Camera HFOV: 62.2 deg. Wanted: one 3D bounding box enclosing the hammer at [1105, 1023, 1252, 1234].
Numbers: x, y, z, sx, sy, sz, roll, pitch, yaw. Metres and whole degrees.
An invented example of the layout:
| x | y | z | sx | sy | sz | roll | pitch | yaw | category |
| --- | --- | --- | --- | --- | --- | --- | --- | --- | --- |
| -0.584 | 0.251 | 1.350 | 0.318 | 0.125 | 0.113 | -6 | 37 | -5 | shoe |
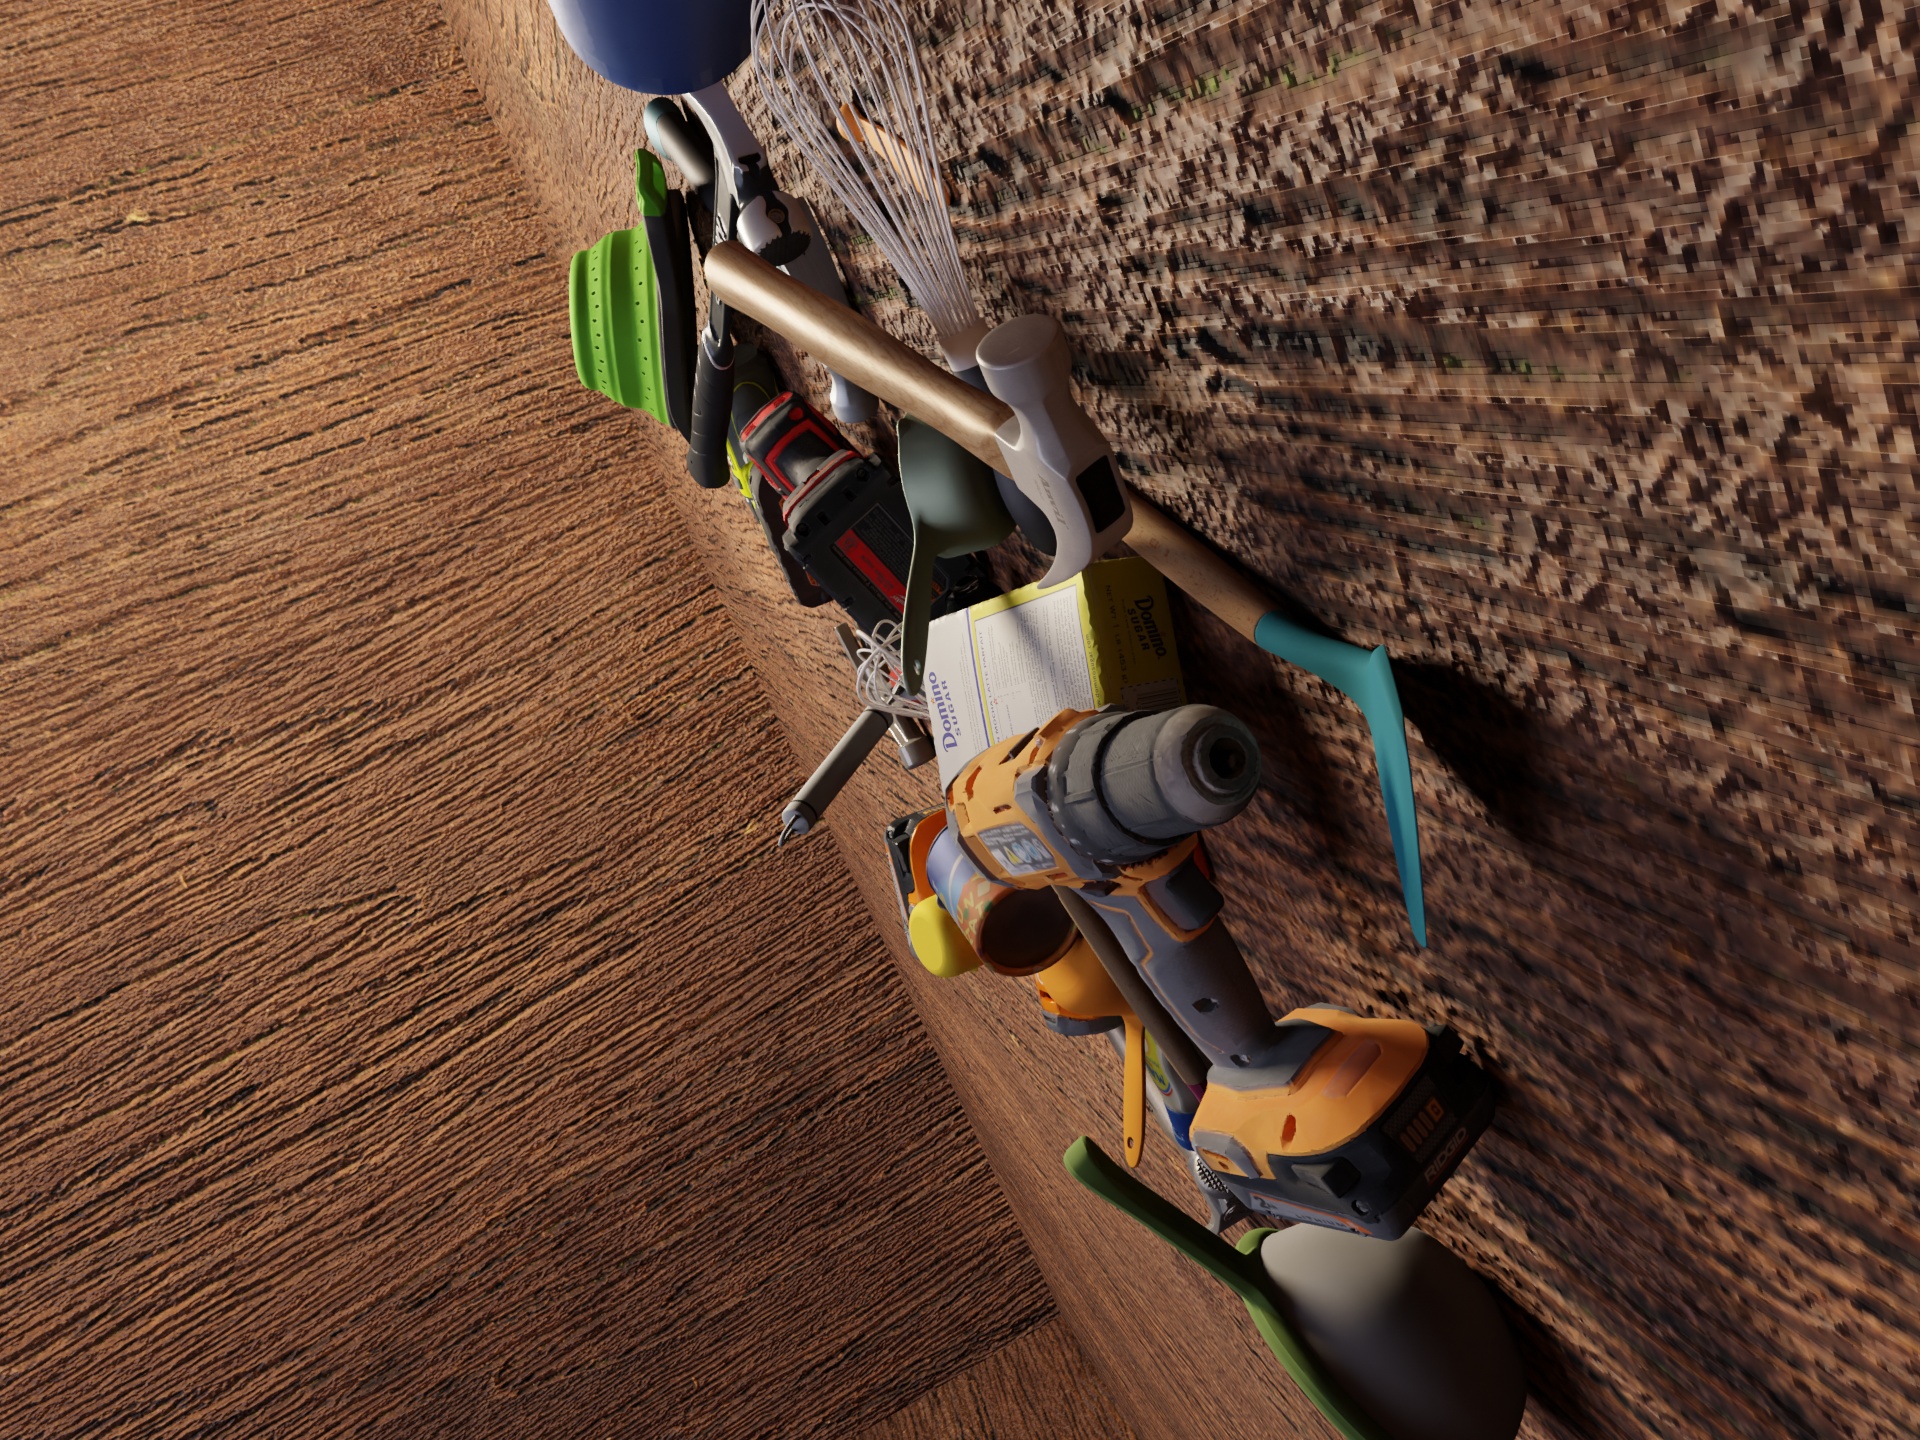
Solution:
| x | y | z | sx | sy | sz | roll | pitch | yaw | category |
| --- | --- | --- | --- | --- | --- | --- | --- | --- | --- |
| 0.093 | 0.189 | 1.187 | 0.411 | 0.038 | 0.146 | 58 | 170 | 30 | hammer |

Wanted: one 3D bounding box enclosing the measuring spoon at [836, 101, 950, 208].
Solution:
| x | y | z | sx | sy | sz | roll | pitch | yaw | category |
| --- | --- | --- | --- | --- | --- | --- | --- | --- | --- |
| -0.033 | -0.261 | 0.739 | 0.117 | 0.011 | 0.021 | 53 | 166 | 44 | measuring spoon |

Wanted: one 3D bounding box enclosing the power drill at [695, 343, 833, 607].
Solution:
| x | y | z | sx | sy | sz | roll | pitch | yaw | category |
| --- | --- | --- | --- | --- | --- | --- | --- | --- | --- |
| -0.137 | -0.183 | 1.283 | 0.229 | 0.080 | 0.190 | -126 | 15 | -55 | power drill |

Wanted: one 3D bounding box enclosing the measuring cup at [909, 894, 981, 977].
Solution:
| x | y | z | sx | sy | sz | roll | pitch | yaw | category |
| --- | --- | --- | --- | --- | --- | --- | --- | --- | --- |
| 0.007 | 0.130 | 1.031 | 0.062 | 0.029 | 0.156 | 66 | 152 | 9 | measuring cup |

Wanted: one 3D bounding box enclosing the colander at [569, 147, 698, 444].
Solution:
| x | y | z | sx | sy | sz | roll | pitch | yaw | category |
| --- | --- | --- | --- | --- | --- | --- | --- | --- | --- |
| -0.260 | -0.338 | 1.228 | 0.397 | 0.094 | 0.204 | 134 | 134 | -82 | colander |

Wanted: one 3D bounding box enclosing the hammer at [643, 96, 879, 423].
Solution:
| x | y | z | sx | sy | sz | roll | pitch | yaw | category |
| --- | --- | --- | --- | --- | --- | --- | --- | --- | --- |
| -0.144 | -0.331 | 1.057 | 0.331 | 0.033 | 0.128 | 55 | 168 | 40 | hammer |

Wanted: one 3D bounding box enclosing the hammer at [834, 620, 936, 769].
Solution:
| x | y | z | sx | sy | sz | roll | pitch | yaw | category |
| --- | --- | --- | --- | --- | --- | --- | --- | --- | --- |
| -0.044 | -0.040 | 1.292 | 0.149 | 0.036 | 0.359 | 63 | 170 | 0 | hammer |

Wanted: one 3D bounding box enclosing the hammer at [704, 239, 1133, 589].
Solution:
| x | y | z | sx | sy | sz | roll | pitch | yaw | category |
| --- | --- | --- | --- | --- | --- | --- | --- | --- | --- |
| -0.033 | -0.153 | 0.693 | 0.332 | 0.031 | 0.129 | 41 | 165 | 48 | hammer |

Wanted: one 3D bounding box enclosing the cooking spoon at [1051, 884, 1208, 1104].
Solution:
| x | y | z | sx | sy | sz | roll | pitch | yaw | category |
| --- | --- | --- | --- | --- | --- | --- | --- | --- | --- |
| 0.121 | 0.182 | 0.880 | 0.318 | 0.017 | 0.069 | 56 | -172 | -35 | cooking spoon |

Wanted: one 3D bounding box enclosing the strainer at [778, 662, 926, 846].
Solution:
| x | y | z | sx | sy | sz | roll | pitch | yaw | category |
| --- | --- | --- | --- | --- | --- | --- | --- | --- | --- |
| -0.047 | -0.004 | 0.990 | 0.050 | 0.258 | 0.086 | 33 | 136 | 4 | strainer |

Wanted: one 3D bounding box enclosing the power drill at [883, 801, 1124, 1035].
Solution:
| x | y | z | sx | sy | sz | roll | pitch | yaw | category |
| --- | --- | --- | --- | --- | --- | --- | --- | --- | --- |
| 0.031 | 0.112 | 1.091 | 0.226 | 0.084 | 0.164 | 8 | 113 | 63 | power drill |

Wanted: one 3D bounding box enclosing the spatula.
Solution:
| x | y | z | sx | sy | sz | roll | pitch | yaw | category |
| --- | --- | --- | --- | --- | --- | --- | --- | --- | --- |
| 0.091 | -0.042 | 0.584 | 0.318 | 0.044 | 0.082 | 51 | 162 | 54 | spatula |

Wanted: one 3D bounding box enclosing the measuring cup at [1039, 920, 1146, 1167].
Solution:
| x | y | z | sx | sy | sz | roll | pitch | yaw | category |
| --- | --- | --- | --- | --- | --- | --- | --- | --- | --- |
| 0.081 | 0.171 | 0.926 | 0.095 | 0.052 | 0.174 | -25 | 62 | 60 | measuring cup |

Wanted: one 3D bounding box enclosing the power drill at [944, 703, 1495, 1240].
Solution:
| x | y | z | sx | sy | sz | roll | pitch | yaw | category |
| --- | --- | --- | --- | --- | --- | --- | --- | --- | --- |
| 0.103 | 0.088 | 0.604 | 0.226 | 0.084 | 0.185 | 51 | 157 | -6 | power drill |

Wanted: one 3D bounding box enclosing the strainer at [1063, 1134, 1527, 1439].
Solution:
| x | y | z | sx | sy | sz | roll | pitch | yaw | category |
| --- | --- | --- | --- | --- | --- | --- | --- | --- | --- |
| 0.160 | 0.238 | 0.698 | 0.256 | 0.069 | 0.152 | 38 | -169 | -16 | strainer |

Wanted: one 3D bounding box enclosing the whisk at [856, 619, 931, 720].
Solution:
| x | y | z | sx | sy | sz | roll | pitch | yaw | category |
| --- | --- | --- | --- | --- | --- | --- | --- | --- | --- |
| -0.002 | -0.003 | 0.981 | 0.059 | 0.058 | 0.246 | 37 | 179 | 29 | whisk |

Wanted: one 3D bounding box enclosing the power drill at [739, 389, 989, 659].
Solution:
| x | y | z | sx | sy | sz | roll | pitch | yaw | category |
| --- | --- | --- | --- | --- | --- | --- | --- | --- | --- |
| -0.065 | -0.129 | 1.023 | 0.143 | 0.078 | 0.220 | 46 | -176 | -28 | power drill |

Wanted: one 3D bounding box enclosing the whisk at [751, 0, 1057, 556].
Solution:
| x | y | z | sx | sy | sz | roll | pitch | yaw | category |
| --- | --- | --- | --- | --- | --- | --- | --- | --- | --- |
| -0.010 | -0.193 | 0.691 | 0.284 | 0.070 | 0.070 | 62 | 171 | -26 | whisk |

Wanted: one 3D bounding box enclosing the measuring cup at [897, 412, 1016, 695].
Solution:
| x | y | z | sx | sy | sz | roll | pitch | yaw | category |
| --- | --- | --- | --- | --- | --- | --- | --- | --- | --- |
| -0.001 | -0.082 | 0.742 | 0.083 | 0.038 | 0.168 | 54 | -146 | -46 | measuring cup |

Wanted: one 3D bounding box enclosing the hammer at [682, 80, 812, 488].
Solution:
| x | y | z | sx | sy | sz | roll | pitch | yaw | category |
| --- | --- | --- | --- | --- | --- | --- | --- | --- | --- |
| -0.161 | -0.259 | 1.037 | 0.149 | 0.036 | 0.408 | 63 | 162 | 11 | hammer |
